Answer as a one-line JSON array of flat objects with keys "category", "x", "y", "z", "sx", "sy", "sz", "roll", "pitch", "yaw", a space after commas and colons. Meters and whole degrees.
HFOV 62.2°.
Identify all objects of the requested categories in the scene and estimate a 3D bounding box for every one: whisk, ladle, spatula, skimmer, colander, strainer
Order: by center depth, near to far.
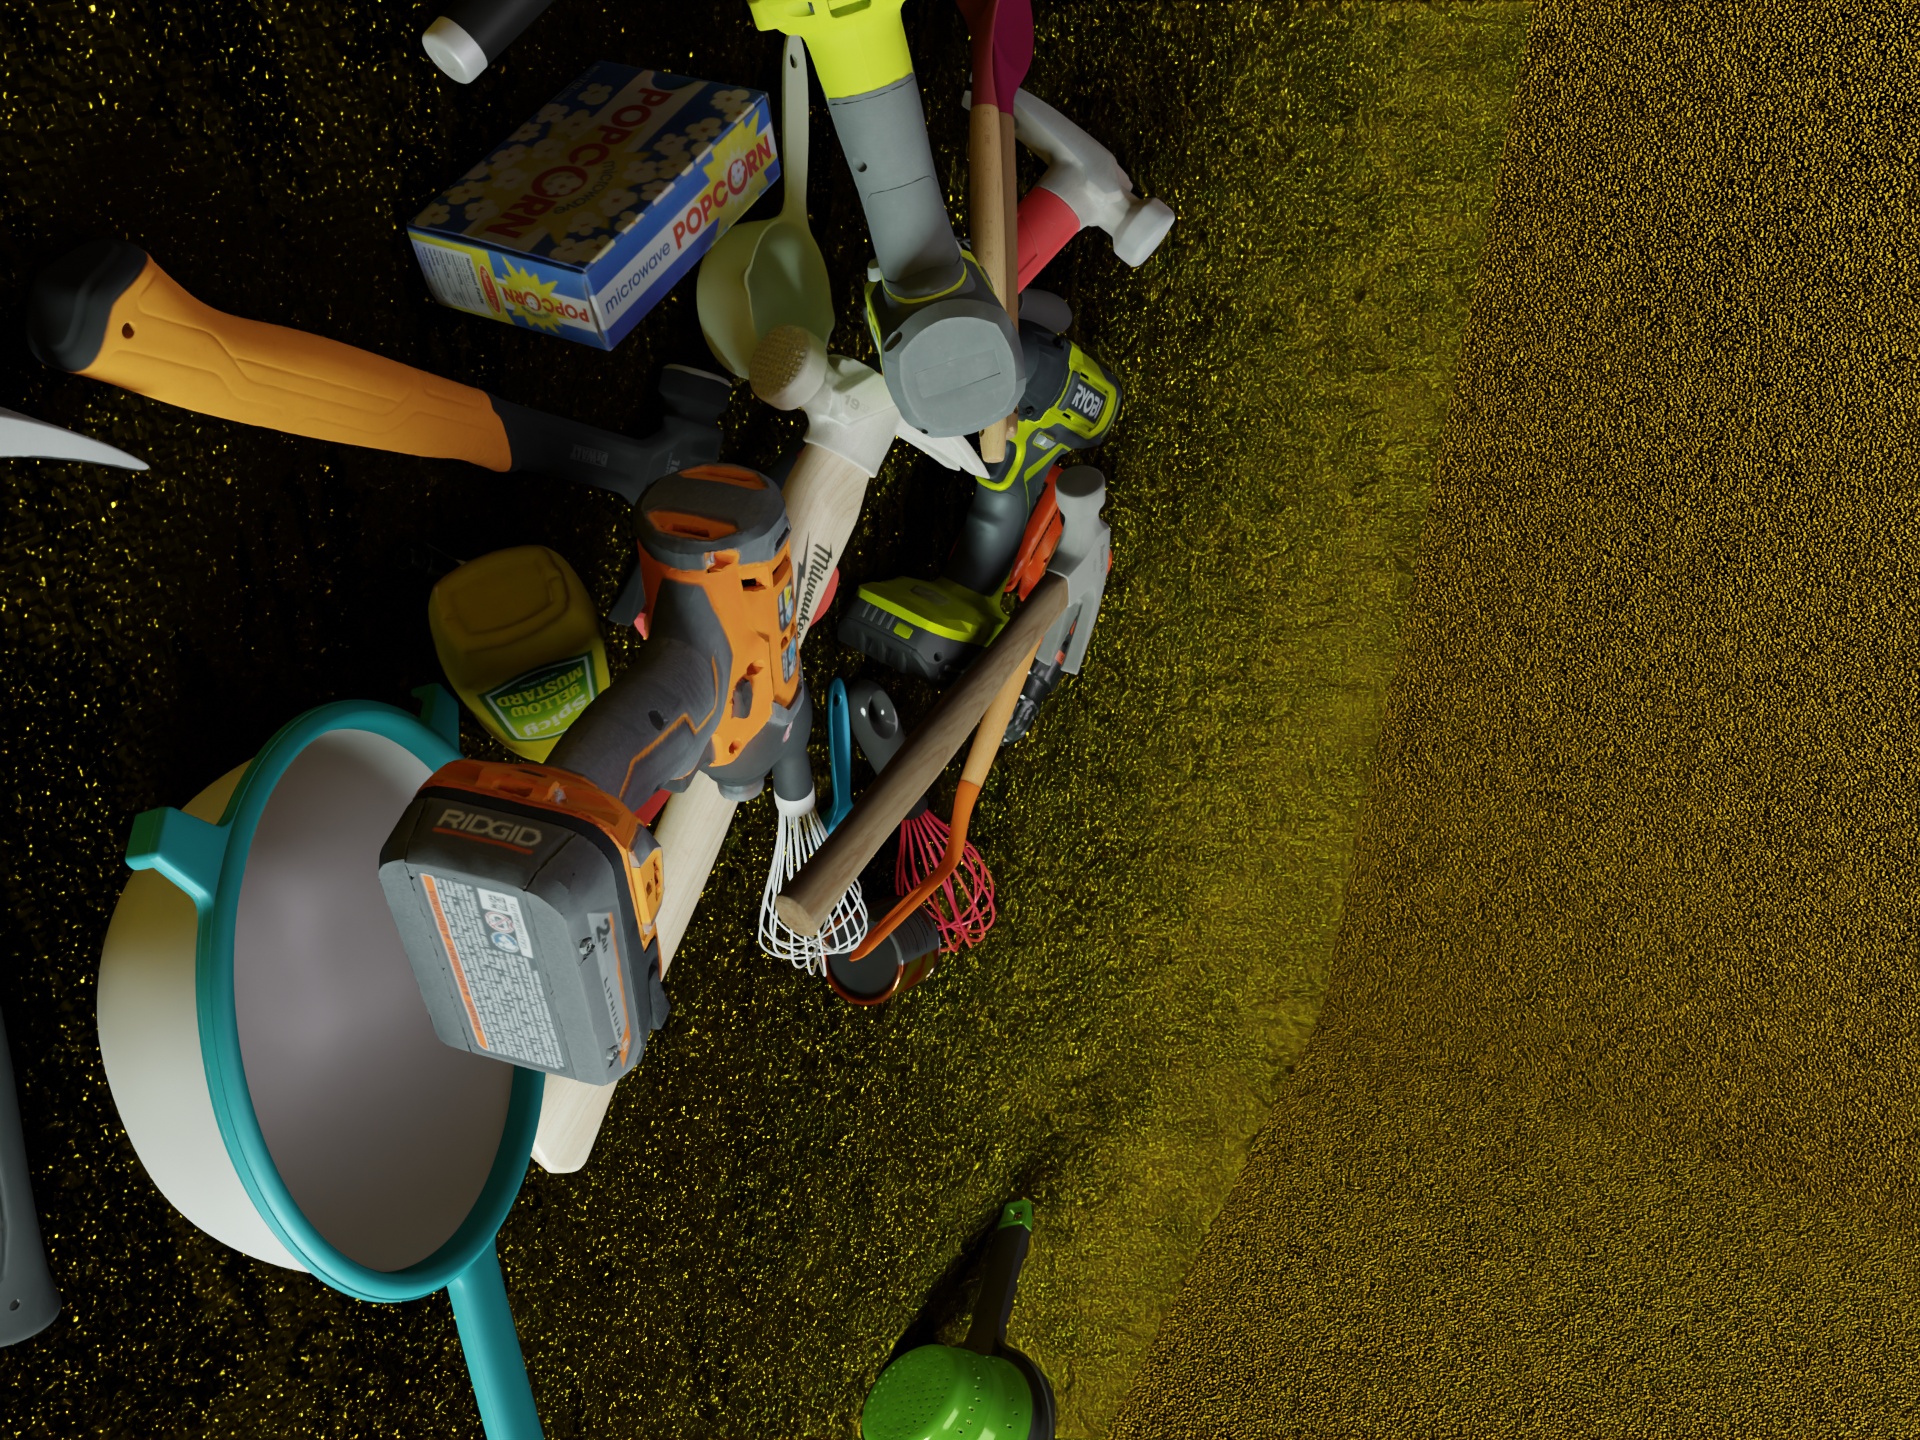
[{"category": "strainer", "x": -0.227, "y": 0.164, "z": 0.591, "sx": 0.211, "sy": 0.095, "sz": 0.340, "roll": -59, "pitch": 139, "yaw": -74}, {"category": "skimmer", "x": -0.101, "y": -0.387, "z": 0.636, "sx": 0.363, "sy": 0.090, "sz": 0.127, "roll": -54, "pitch": 135, "yaw": -14}, {"category": "ladle", "x": 0.012, "y": -0.289, "z": 0.817, "sx": 0.031, "sy": 0.069, "sz": 0.315, "roll": 0, "pitch": 86, "yaw": -23}, {"category": "whisk", "x": -0.094, "y": 0.062, "z": 0.920, "sx": 0.070, "sy": 0.070, "sz": 0.284, "roll": -55, "pitch": 158, "yaw": -34}, {"category": "whisk", "x": 0.028, "y": -0.268, "z": 1.009, "sx": 0.239, "sy": 0.055, "sz": 0.055, "roll": -21, "pitch": 126, "yaw": -68}, {"category": "spatula", "x": 0.007, "y": 0.017, "z": 1.062, "sx": 0.081, "sy": 0.041, "sz": 0.323, "roll": 139, "pitch": -26, "yaw": -76}, {"category": "whisk", "x": -0.030, "y": 0.073, "z": 1.120, "sx": 0.073, "sy": 0.073, "sz": 0.295, "roll": -58, "pitch": 147, "yaw": -30}, {"category": "colander", "x": -0.003, "y": 0.598, "z": 1.521, "sx": 0.094, "sy": 0.204, "sz": 0.397, "roll": 54, "pitch": 31, "yaw": -22}]

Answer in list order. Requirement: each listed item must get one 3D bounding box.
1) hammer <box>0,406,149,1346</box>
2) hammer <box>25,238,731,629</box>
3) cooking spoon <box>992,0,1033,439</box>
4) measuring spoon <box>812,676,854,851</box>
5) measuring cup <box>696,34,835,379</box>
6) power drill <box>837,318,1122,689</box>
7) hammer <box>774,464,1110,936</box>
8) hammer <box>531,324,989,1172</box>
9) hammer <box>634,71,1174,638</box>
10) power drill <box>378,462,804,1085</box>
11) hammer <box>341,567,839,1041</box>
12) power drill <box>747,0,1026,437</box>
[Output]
[{"category": "hammer", "x": -0.313, "y": 0.061, "z": 0.492, "sx": 0.146, "sy": 0.035, "sz": 0.334, "roll": -34, "pitch": 137, "yaw": -55}, {"category": "hammer", "x": -0.201, "y": -0.109, "z": 0.619, "sx": 0.336, "sy": 0.034, "sz": 0.127, "roll": 4, "pitch": 103, "yaw": -66}, {"category": "cooking spoon", "x": 0.021, "y": -0.302, "z": 0.859, "sx": 0.068, "sy": 0.017, "sz": 0.319, "roll": 22, "pitch": 64, "yaw": -58}, {"category": "measuring spoon", "x": -0.084, "y": 0.032, "z": 1.020, "sx": 0.042, "sy": 0.021, "sz": 0.128, "roll": -31, "pitch": 125, "yaw": -56}, {"category": "measuring cup", "x": -0.095, "y": -0.247, "z": 0.767, "sx": 0.083, "sy": 0.038, "sz": 0.167, "roll": 2, "pitch": 90, "yaw": -65}, {"category": "power drill", "x": 0.013, "y": -0.135, "z": 0.986, "sx": 0.171, "sy": 0.080, "sz": 0.223, "roll": 4, "pitch": 111, "yaw": -67}, {"category": "hammer", "x": -0.002, "y": -0.003, "z": 0.948, "sx": 0.331, "sy": 0.031, "sz": 0.129, "roll": -52, "pitch": 152, "yaw": -28}, {"category": "hammer", "x": -0.113, "y": 0.026, "z": 0.776, "sx": 0.146, "sy": 0.038, "sz": 0.410, "roll": 22, "pitch": 91, "yaw": -49}, {"category": "hammer", "x": -0.048, "y": -0.191, "z": 0.851, "sx": 0.386, "sy": 0.143, "sz": 0.038, "roll": -50, "pitch": 178, "yaw": -20}, {"category": "power drill", "x": -0.123, "y": 0.025, "z": 0.624, "sx": 0.227, "sy": 0.084, "sz": 0.164, "roll": -66, "pitch": 163, "yaw": -45}, {"category": "hammer", "x": -0.169, "y": 0.036, "z": 0.797, "sx": 0.359, "sy": 0.037, "sz": 0.149, "roll": -57, "pitch": 153, "yaw": -29}, {"category": "power drill", "x": -0.035, "y": -0.259, "z": 0.718, "sx": 0.191, "sy": 0.080, "sz": 0.228, "roll": -105, "pitch": 178, "yaw": -59}]
